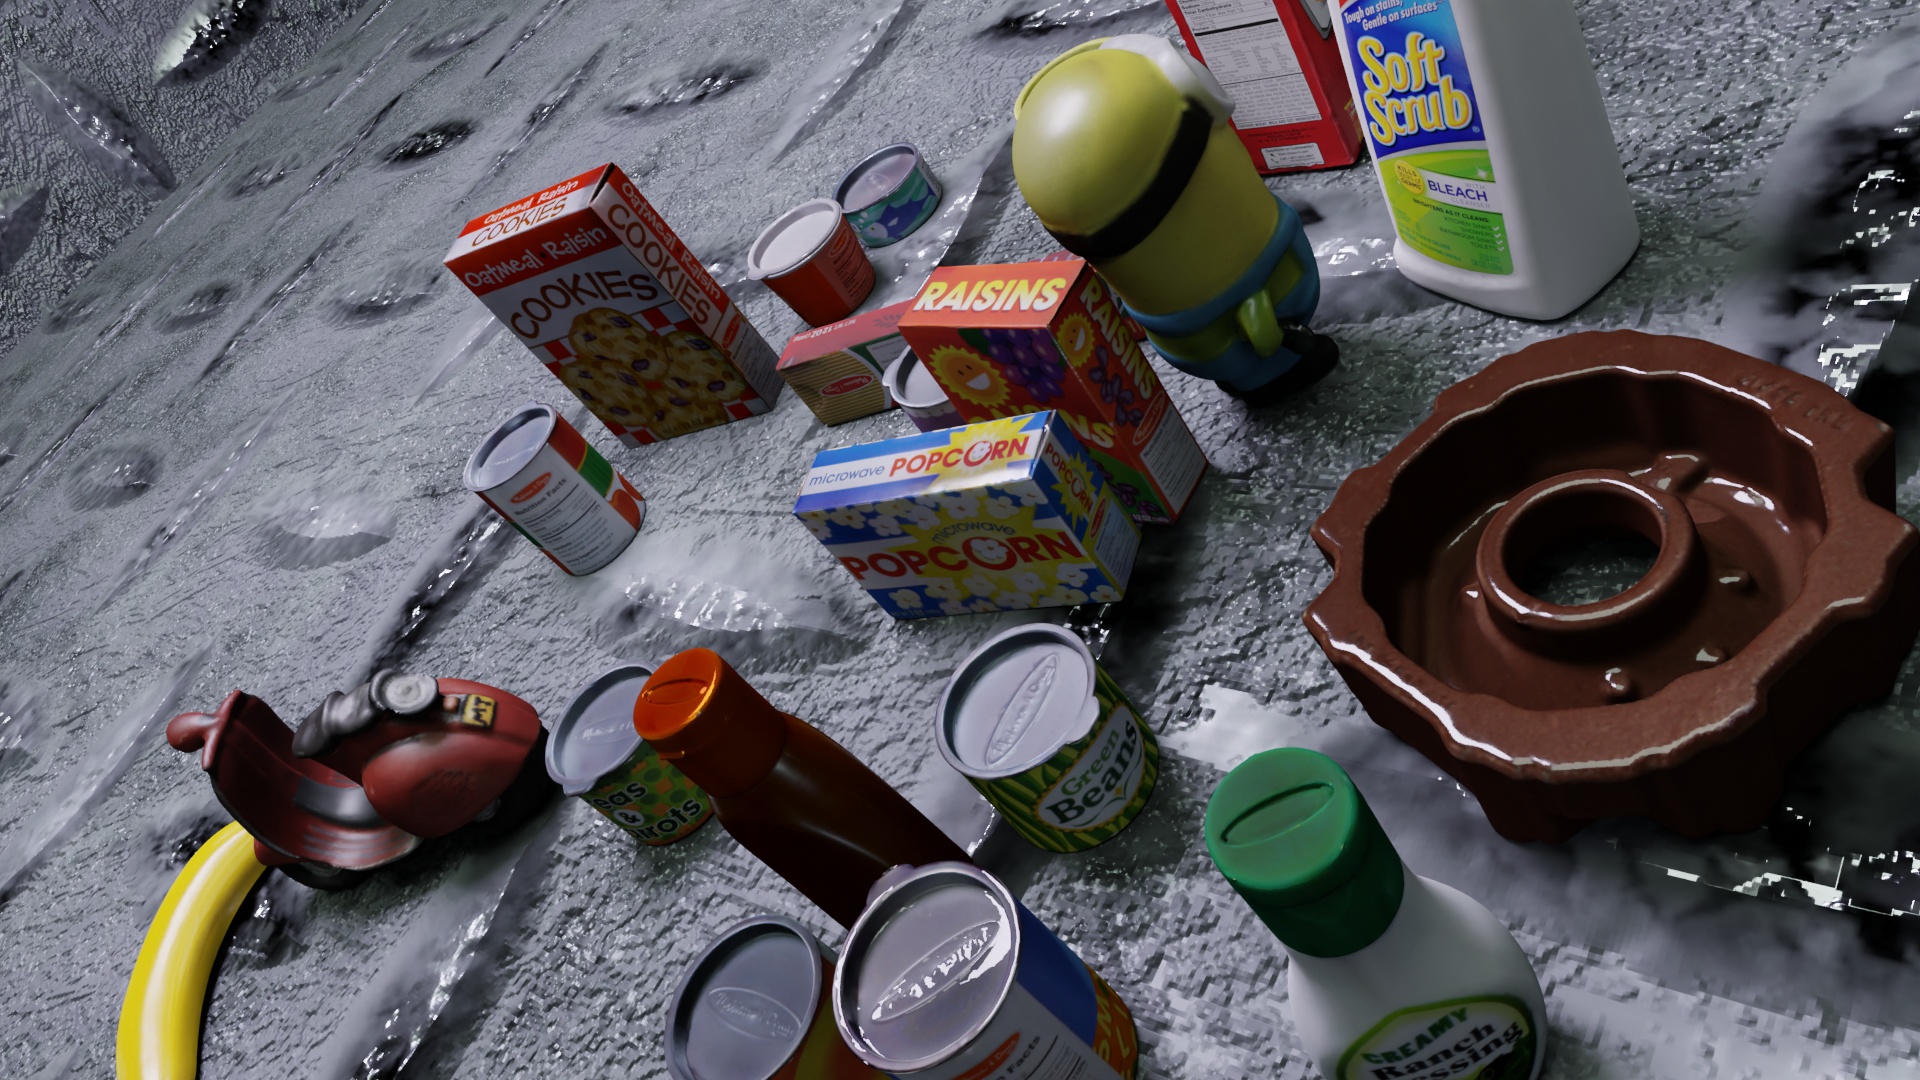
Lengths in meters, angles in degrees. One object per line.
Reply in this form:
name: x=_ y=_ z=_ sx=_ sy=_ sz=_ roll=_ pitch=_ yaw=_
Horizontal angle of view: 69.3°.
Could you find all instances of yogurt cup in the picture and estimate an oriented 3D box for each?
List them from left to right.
yogurt cup: x=-0.089 y=-0.170 z=0.862 sx=0.072 sy=0.053 sz=0.073 roll=-22 pitch=41 yaw=21

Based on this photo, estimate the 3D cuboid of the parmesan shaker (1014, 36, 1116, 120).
parmesan shaker: x=0.081 y=-0.191 z=0.707 sx=0.071 sy=0.102 sz=0.072 roll=-22 pitch=41 yaw=21

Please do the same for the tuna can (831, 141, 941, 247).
tuna can: x=-0.049 y=-0.222 z=0.898 sx=0.071 sy=0.032 sz=0.071 roll=-22 pitch=41 yaw=21

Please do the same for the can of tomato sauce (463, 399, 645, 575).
can of tomato sauce: x=-0.237 y=-0.030 z=0.818 sx=0.071 sy=0.083 sz=0.071 roll=-22 pitch=41 yaw=21

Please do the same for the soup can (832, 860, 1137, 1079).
soup can: x=0.009 y=0.149 z=0.443 sx=0.071 sy=0.083 sz=0.072 roll=-22 pitch=41 yaw=21

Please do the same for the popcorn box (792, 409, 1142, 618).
popcorn box: x=0.002 y=-0.008 z=0.602 sx=0.126 sy=0.085 sz=0.038 roll=-7 pitch=48 yaw=34

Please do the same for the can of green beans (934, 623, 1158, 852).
can of green beans: x=0.033 y=0.074 z=0.519 sx=0.071 sy=0.057 sz=0.071 roll=-22 pitch=41 yaw=21

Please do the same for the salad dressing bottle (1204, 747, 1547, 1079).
salad dressing bottle: x=0.107 y=0.106 z=0.357 sx=0.064 sy=0.147 sz=0.044 roll=-29 pitch=39 yaw=13

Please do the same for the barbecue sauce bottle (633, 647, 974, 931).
barbecue sauce bottle: x=-0.056 y=0.094 z=0.497 sx=0.065 sy=0.148 sz=0.044 roll=-9 pitch=47 yaw=33

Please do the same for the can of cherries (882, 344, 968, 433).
can of cherries: x=0.006 y=-0.071 z=0.684 sx=0.071 sy=0.058 sz=0.072 roll=-22 pitch=41 yaw=21

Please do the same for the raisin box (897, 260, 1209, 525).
raisin box: x=0.041 y=-0.062 z=0.595 sx=0.086 sy=0.123 sz=0.040 roll=9 pitch=58 yaw=44

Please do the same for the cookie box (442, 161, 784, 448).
cookie box: x=-0.201 y=-0.133 z=0.823 sx=0.123 sy=0.167 sz=0.040 roll=-10 pitch=47 yaw=32

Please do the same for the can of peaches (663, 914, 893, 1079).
can of peaches: x=-0.062 y=0.178 z=0.492 sx=0.071 sy=0.058 sz=0.071 roll=-22 pitch=41 yaw=21

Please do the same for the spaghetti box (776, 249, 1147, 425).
spaghetti box: x=0.018 y=-0.111 z=0.720 sx=0.249 sy=0.050 sz=0.029 roll=-12 pitch=46 yaw=30

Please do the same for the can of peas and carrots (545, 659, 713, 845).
can of peas and carrots: x=-0.145 y=0.099 z=0.636 sx=0.071 sy=0.058 sz=0.071 roll=-22 pitch=41 yaw=21
